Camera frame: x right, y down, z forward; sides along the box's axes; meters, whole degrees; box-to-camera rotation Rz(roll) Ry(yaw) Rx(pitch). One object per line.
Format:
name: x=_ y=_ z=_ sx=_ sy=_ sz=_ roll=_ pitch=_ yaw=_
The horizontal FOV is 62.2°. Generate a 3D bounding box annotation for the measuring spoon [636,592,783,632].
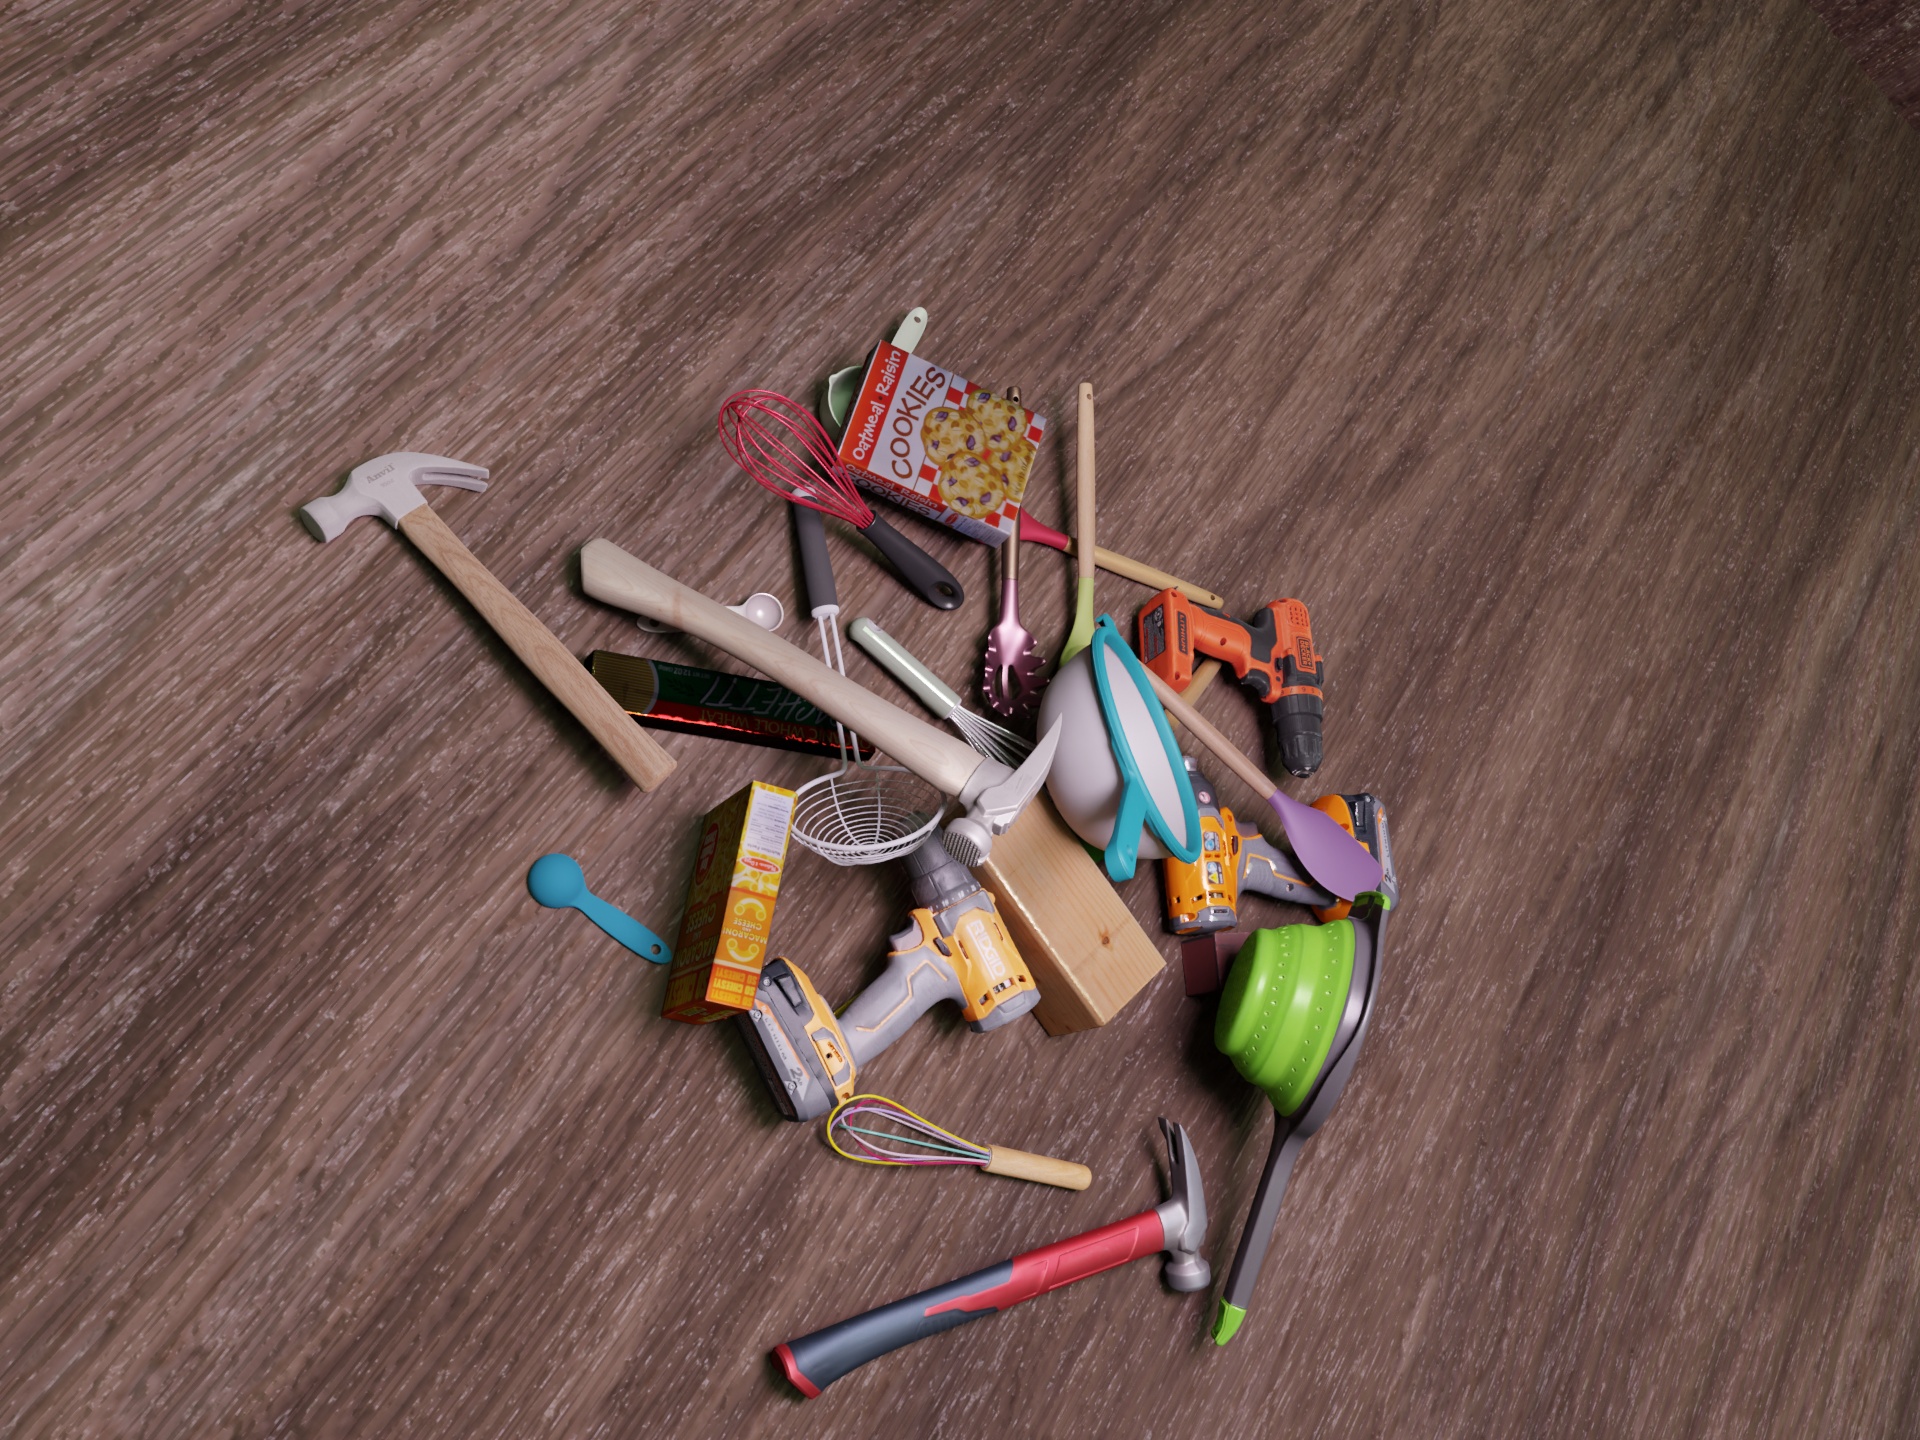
measuring spoon: x=-0.209 y=-0.084 z=1.324 sx=0.124 sy=0.018 sz=0.034 roll=-6 pitch=78 yaw=-22

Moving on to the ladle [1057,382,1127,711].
ladle: x=0.123 y=-0.159 z=1.467 sx=0.078 sy=0.062 sz=0.320 roll=5 pitch=81 yaw=-32

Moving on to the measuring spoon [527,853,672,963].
measuring spoon: x=-0.271 y=0.146 z=1.214 sx=0.128 sy=0.021 sz=0.042 roll=37 pitch=62 yaw=-12

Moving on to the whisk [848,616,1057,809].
whisk: x=-0.002 y=-0.004 z=1.390 sx=0.246 sy=0.059 sz=0.058 roll=41 pitch=17 yaw=-7

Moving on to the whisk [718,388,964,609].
whisk: x=-0.093 y=-0.180 z=1.347 sx=0.295 sy=0.073 sz=0.073 roll=39 pitch=59 yaw=-36

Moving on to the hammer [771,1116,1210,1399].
hammer: x=0.032 y=0.434 z=1.264 sx=0.386 sy=0.038 sz=0.143 roll=-10 pitch=93 yaw=-28

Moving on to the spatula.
spatula: x=0.262 y=0.051 z=1.442 sx=0.316 sy=0.018 sz=0.060 roll=43 pitch=65 yaw=-4

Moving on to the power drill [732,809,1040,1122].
power drill: x=-0.069 y=0.190 z=1.255 sx=0.226 sy=0.084 sz=0.185 roll=-25 pitch=87 yaw=-22

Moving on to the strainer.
strainer: x=0.110 y=0.057 z=1.281 sx=0.211 sy=0.095 sz=0.340 roll=63 pitch=19 yaw=-15

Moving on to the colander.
colander: x=0.248 y=0.318 z=1.338 sx=0.094 sy=0.204 sz=0.397 roll=20 pitch=84 yaw=2

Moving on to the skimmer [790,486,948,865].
skimmer: x=-0.099 y=-0.048 z=1.289 sx=0.127 sy=0.090 sz=0.364 roll=-9 pitch=66 yaw=-8

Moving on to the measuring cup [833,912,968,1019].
measuring cup: x=-0.057 y=0.216 z=1.310 sx=0.156 sy=0.029 sz=0.062 roll=-35 pitch=90 yaw=-19

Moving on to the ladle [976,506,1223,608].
ladle: x=0.121 y=-0.162 z=1.511 sx=0.315 sy=0.031 sz=0.069 roll=19 pitch=72 yaw=-24

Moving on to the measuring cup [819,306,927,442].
measuring cup: x=-0.073 y=-0.311 z=1.449 sx=0.083 sy=0.038 sz=0.168 roll=34 pitch=60 yaw=-15

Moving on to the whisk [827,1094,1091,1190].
whisk: x=0.004 y=0.346 z=1.287 sx=0.244 sy=0.051 sz=0.047 roll=19 pitch=61 yaw=-25

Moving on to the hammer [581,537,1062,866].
hammer: x=-0.120 y=-0.042 z=1.242 sx=0.411 sy=0.038 sz=0.146 roll=30 pitch=54 yaw=13

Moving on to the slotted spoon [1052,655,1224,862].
slotted spoon: x=0.179 y=0.018 z=1.487 sx=0.070 sy=0.031 sz=0.314 roll=45 pitch=59 yaw=-6

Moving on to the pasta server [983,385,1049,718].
pasta server: x=0.048 y=-0.154 z=1.433 sx=0.060 sy=0.040 sz=0.316 roll=5 pitch=78 yaw=-18

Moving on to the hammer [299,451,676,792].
hammer: x=-0.340 y=-0.076 z=1.217 sx=0.331 sy=0.031 sz=0.130 roll=46 pitch=58 yaw=1

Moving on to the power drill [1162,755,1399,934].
power drill: x=0.289 y=0.115 z=1.485 sx=0.226 sy=0.084 sz=0.164 roll=2 pitch=72 yaw=-23
